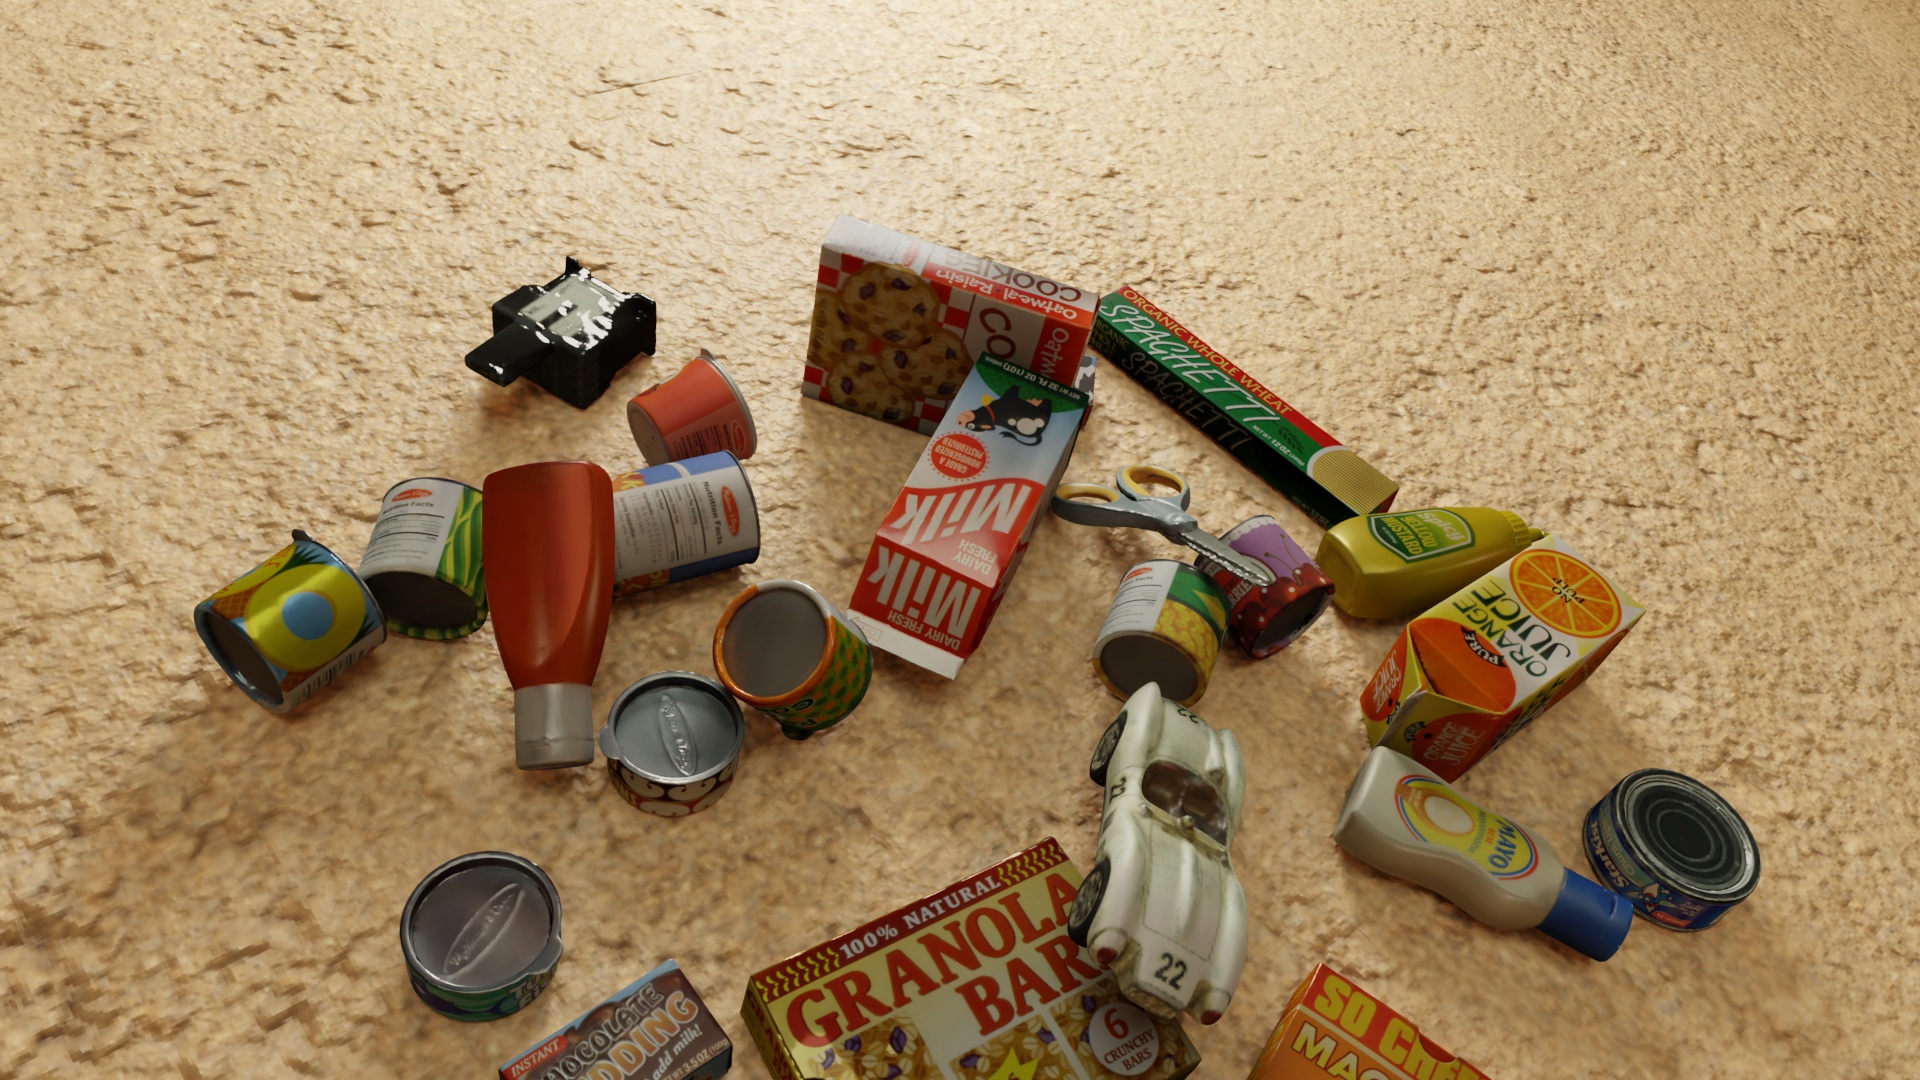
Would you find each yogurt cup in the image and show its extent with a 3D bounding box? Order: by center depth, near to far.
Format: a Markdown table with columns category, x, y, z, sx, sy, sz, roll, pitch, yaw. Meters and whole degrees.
| category | x | y | z | sx | sy | sz | roll | pitch | yaw |
| --- | --- | --- | --- | --- | --- | --- | --- | --- | --- |
| yogurt cup | -0.160 | -0.069 | 0.819 | 0.054 | 0.072 | 0.072 | -30 | 61 | -25 |

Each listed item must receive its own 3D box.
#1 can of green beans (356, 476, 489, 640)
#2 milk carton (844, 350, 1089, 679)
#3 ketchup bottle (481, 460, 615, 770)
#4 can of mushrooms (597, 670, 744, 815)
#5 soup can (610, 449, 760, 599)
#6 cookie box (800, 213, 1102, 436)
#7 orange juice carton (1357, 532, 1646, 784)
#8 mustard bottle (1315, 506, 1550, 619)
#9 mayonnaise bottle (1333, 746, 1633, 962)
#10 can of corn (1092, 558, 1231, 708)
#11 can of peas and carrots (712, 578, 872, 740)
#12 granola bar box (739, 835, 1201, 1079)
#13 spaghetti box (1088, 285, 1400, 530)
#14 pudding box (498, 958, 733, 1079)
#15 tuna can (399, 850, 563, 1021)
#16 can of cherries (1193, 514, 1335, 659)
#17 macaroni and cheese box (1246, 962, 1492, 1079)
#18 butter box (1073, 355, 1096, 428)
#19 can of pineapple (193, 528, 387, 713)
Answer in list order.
| category | x | y | z | sx | sy | sz | roll | pitch | yaw |
| --- | --- | --- | --- | --- | --- | --- | --- | --- | --- |
| can of green beans | -0.270 | 0.010 | 0.713 | 0.071 | 0.071 | 0.058 | 8 | 52 | -8 |
| milk carton | 0.003 | -0.010 | 0.792 | 0.072 | 0.073 | 0.191 | 23 | 57 | 7 |
| ketchup bottle | -0.203 | 0.037 | 0.686 | 0.065 | 0.043 | 0.149 | -8 | 76 | 8 |
| can of mushrooms | -0.144 | 0.101 | 0.689 | 0.071 | 0.033 | 0.071 | 8 | 48 | -9 |
| soup can | -0.162 | -0.009 | 0.764 | 0.084 | 0.071 | 0.071 | -15 | 54 | -26 |
| cookie box | -0.008 | -0.121 | 0.866 | 0.167 | 0.122 | 0.040 | 18 | 47 | 1 |
| orange juice carton | 0.304 | 0.074 | 0.808 | 0.193 | 0.071 | 0.073 | -24 | 58 | -32 |
| mustard bottle | 0.306 | 0.007 | 0.876 | 0.160 | 0.048 | 0.065 | -11 | 41 | -16 |
| mayonnaise bottle | 0.276 | 0.169 | 0.734 | 0.148 | 0.041 | 0.065 | 28 | 46 | 11 |
| can of corn | 0.115 | 0.055 | 0.779 | 0.071 | 0.070 | 0.058 | 23 | 48 | 6 |
| can of peas and carrots | -0.086 | 0.061 | 0.707 | 0.071 | 0.058 | 0.071 | -6 | 68 | 14 |
| granola bar box | 0.005 | 0.219 | 0.618 | 0.166 | 0.038 | 0.124 | -18 | 55 | -29 |
| spaghetti box | 0.185 | -0.092 | 0.956 | 0.250 | 0.028 | 0.050 | 42 | 51 | 22 |
| pudding box | -0.143 | 0.221 | 0.582 | 0.084 | 0.030 | 0.050 | -26 | 59 | -33 |
| tuna can | -0.206 | 0.174 | 0.606 | 0.071 | 0.032 | 0.071 | 8 | 47 | -8 |
| can of cherries | 0.176 | 0.028 | 0.818 | 0.072 | 0.071 | 0.058 | -20 | 58 | -30 |
| macaroni and cheese box | 0.171 | 0.286 | 0.601 | 0.124 | 0.040 | 0.167 | 33 | 49 | 14 |
| butter box | 0.038 | -0.111 | 0.937 | 0.103 | 0.024 | 0.053 | 12 | 46 | -4 |
| can of pineapple | -0.325 | 0.040 | 0.672 | 0.071 | 0.070 | 0.058 | 32 | 49 | 14 |
